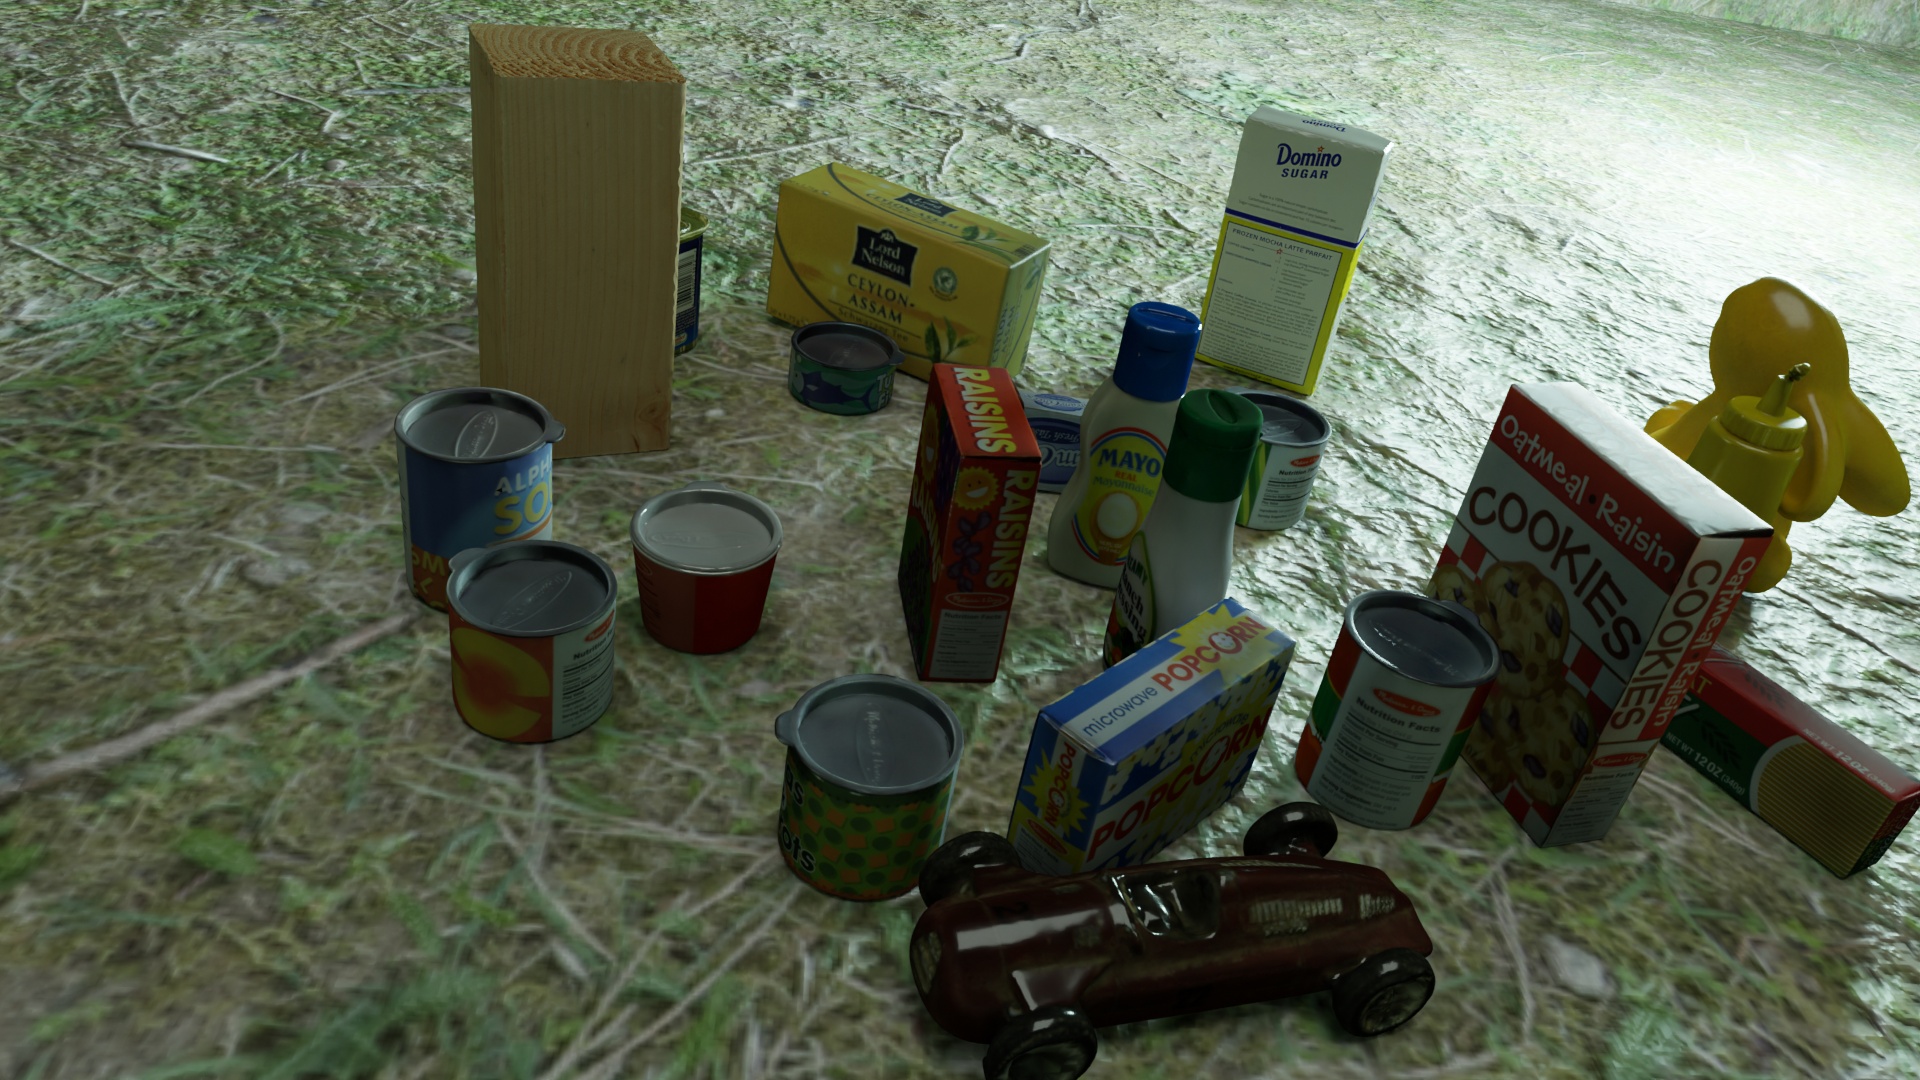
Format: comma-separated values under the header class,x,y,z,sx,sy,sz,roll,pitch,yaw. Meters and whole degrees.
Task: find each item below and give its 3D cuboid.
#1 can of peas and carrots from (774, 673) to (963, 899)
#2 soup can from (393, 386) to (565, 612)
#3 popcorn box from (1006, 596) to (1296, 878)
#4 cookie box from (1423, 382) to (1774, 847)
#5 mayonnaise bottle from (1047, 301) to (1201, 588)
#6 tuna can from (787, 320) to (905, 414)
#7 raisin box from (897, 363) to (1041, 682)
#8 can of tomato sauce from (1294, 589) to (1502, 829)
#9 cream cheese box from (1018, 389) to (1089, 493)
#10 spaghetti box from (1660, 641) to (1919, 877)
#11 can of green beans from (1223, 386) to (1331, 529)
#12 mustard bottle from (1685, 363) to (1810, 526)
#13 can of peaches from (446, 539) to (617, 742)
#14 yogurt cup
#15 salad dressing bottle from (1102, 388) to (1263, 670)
class,x,y,z,sx,sy,sz,roll,pitch,yaw
can of peas and carrots,-0.038,0.094,0.533,0.071,0.058,0.071,7,33,-5
soup can,-0.217,-0.018,0.632,0.071,0.083,0.072,7,33,-5
popcorn box,0.076,0.085,0.555,0.038,0.084,0.127,33,39,31
cookie box,0.265,0.031,0.614,0.040,0.166,0.123,-2,35,-19
mayonnaise bottle,0.086,-0.046,0.700,0.065,0.147,0.041,13,33,5
tuna can,-0.070,-0.106,0.854,0.071,0.032,0.071,7,33,-5
raisin box,0.002,-0.008,0.641,0.040,0.122,0.086,3,33,-12
can of tomato sauce,0.189,0.073,0.607,0.071,0.082,0.071,7,33,-5
cream cheese box,0.051,-0.055,0.791,0.104,0.053,0.024,8,33,-4
spaghetti box,0.346,0.063,0.696,0.029,0.050,0.251,-11,38,-29
can of green beans,0.175,-0.047,0.809,0.071,0.057,0.071,7,33,-5
mustard bottle,0.414,-0.027,0.750,0.049,0.159,0.066,19,34,13
can of peaches,-0.179,0.041,0.577,0.071,0.057,0.071,7,33,-5
yogurt cup,-0.117,0.015,0.637,0.072,0.053,0.073,7,33,-5
salad dressing bottle,0.101,0.004,0.629,0.044,0.146,0.064,3,33,-12
